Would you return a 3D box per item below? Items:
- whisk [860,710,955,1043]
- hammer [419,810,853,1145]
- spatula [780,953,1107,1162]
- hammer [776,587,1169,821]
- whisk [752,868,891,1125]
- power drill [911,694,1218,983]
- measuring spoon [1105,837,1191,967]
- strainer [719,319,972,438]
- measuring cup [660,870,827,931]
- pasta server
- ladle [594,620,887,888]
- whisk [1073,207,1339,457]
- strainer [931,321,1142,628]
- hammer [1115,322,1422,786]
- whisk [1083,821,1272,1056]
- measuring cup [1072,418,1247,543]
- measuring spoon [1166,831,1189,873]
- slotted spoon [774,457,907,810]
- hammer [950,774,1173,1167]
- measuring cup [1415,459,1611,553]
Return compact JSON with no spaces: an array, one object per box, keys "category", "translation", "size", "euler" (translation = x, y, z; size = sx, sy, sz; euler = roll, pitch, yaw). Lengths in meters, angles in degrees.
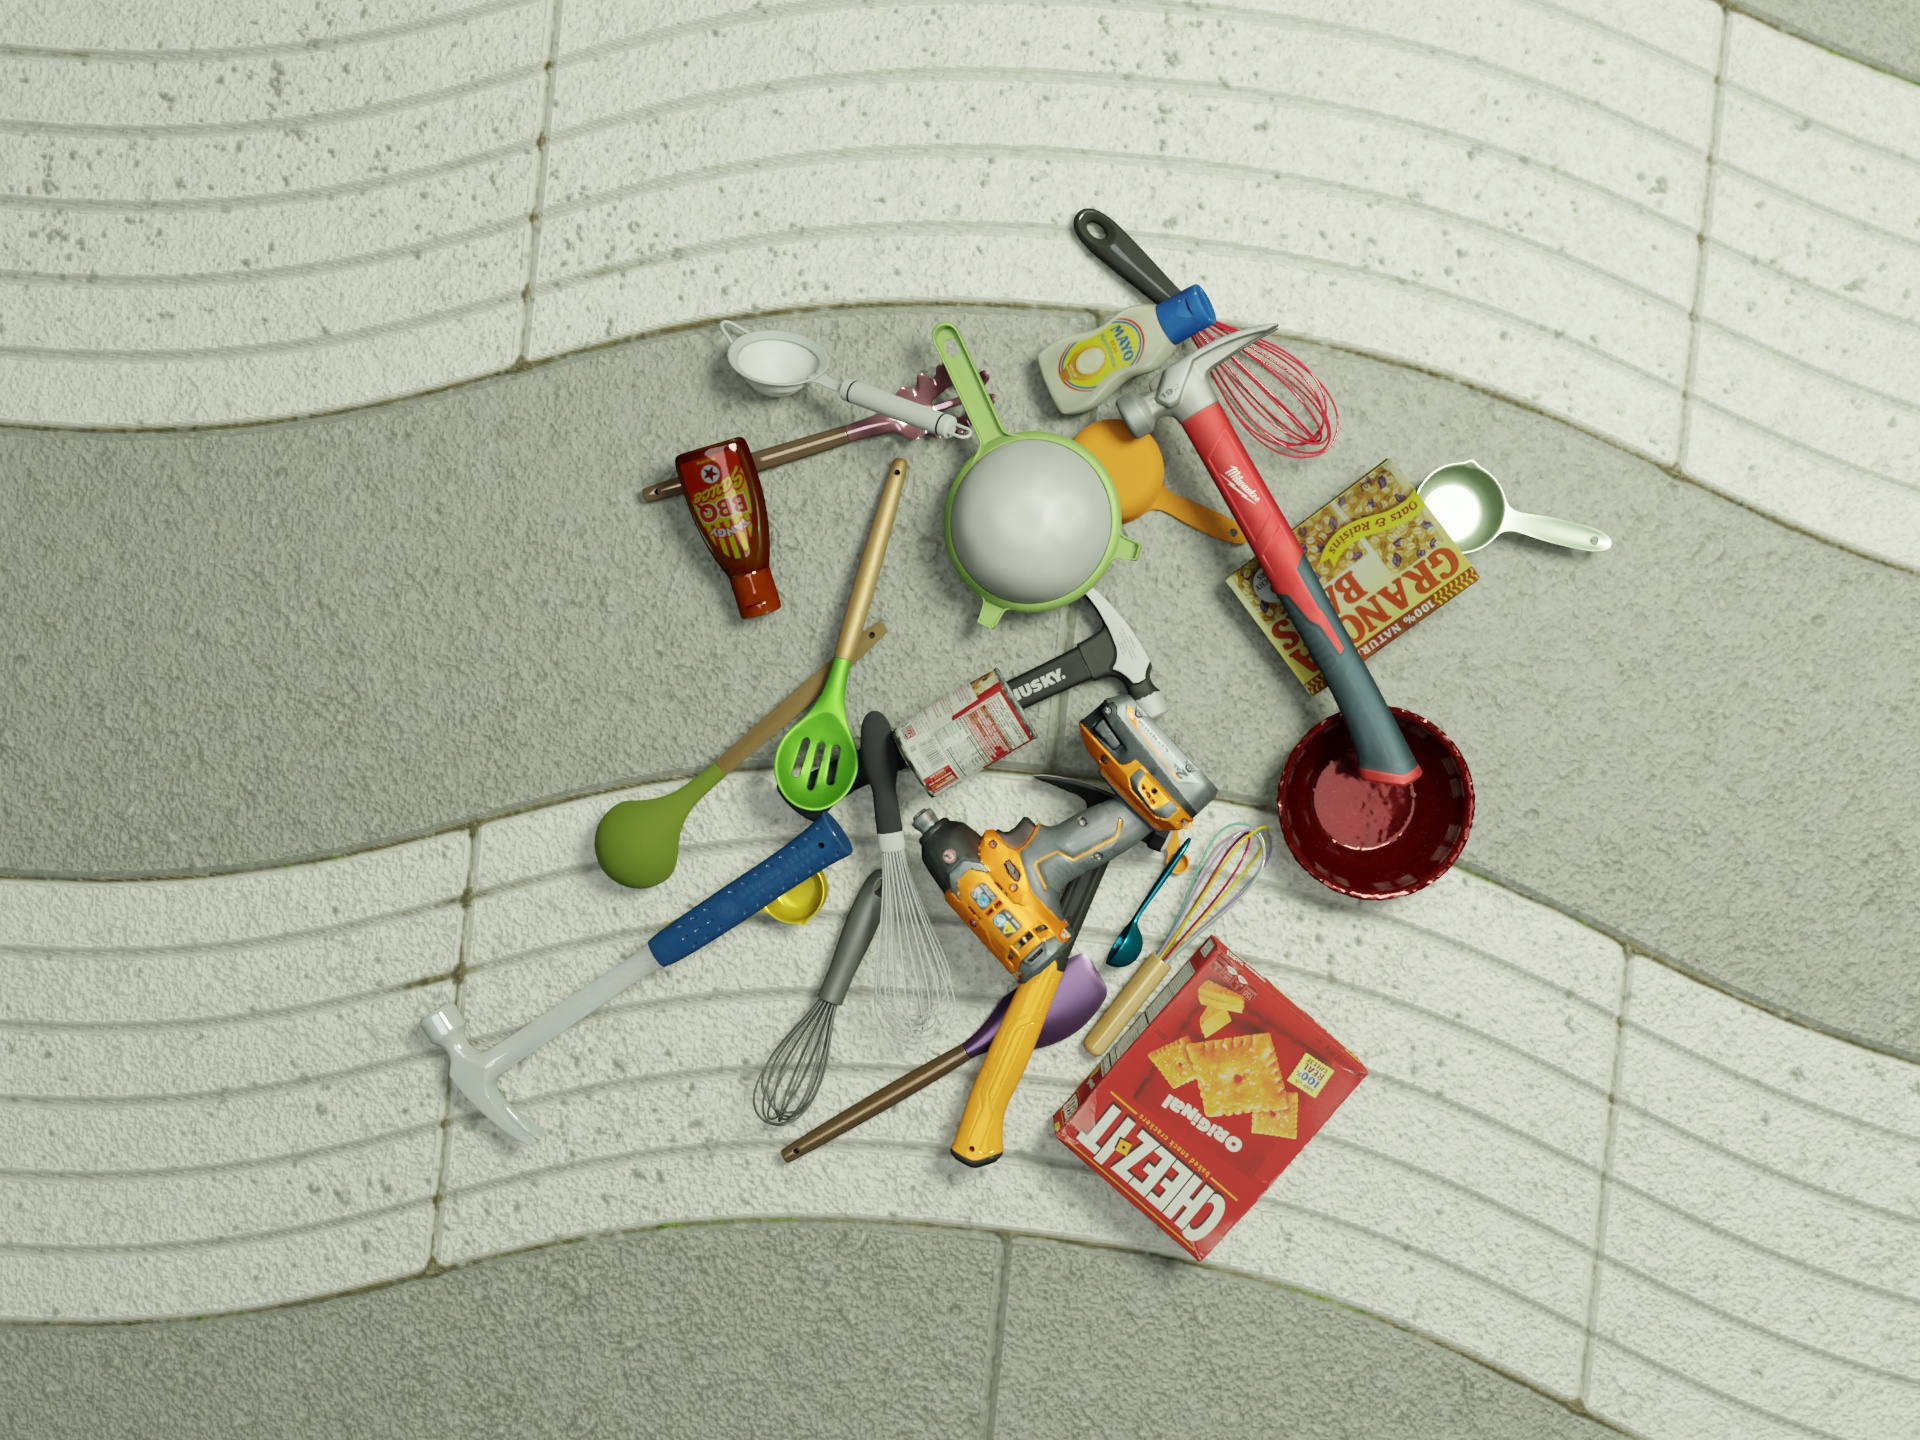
[{"category":"whisk","translation":[-0.055,0.133,1.334],"size":[0.070,0.070,0.284],"euler":[-8,94,3]},{"category":"hammer","translation":[-0.264,0.210,1.356],"size":[0.405,0.035,0.144],"euler":[-34,89,8]},{"category":"spatula","translation":[-0.016,0.300,1.370],"size":[0.316,0.018,0.060],"euler":[-30,88,2]},{"category":"hammer","translation":[-0.002,-0.004,1.360],"size":[0.335,0.035,0.146],"euler":[-25,90,3]},{"category":"whisk","translation":[-0.115,0.237,1.363],"size":[0.055,0.055,0.239],"euler":[23,87,2]},{"category":"power drill","translation":[0.078,0.081,1.296],"size":[0.226,0.084,0.164],"euler":[-43,83,5]},{"category":"measuring spoon","translation":[0.166,0.157,1.347],"size":[0.021,0.042,0.128],"euler":[33,92,0]},{"category":"strainer","translation":[-0.100,-0.275,1.328],"size":[0.258,0.087,0.050],"euler":[25,135,25]},{"category":"measuring cup","translation":[-0.187,0.161,1.378],"size":[0.156,0.029,0.062],"euler":[-20,89,11]},{"category":"pasta server","translation":[-0.124,-0.239,1.364],"size":[0.316,0.040,0.060],"euler":[-16,94,4]},{"category":"ladle","translation":[-0.186,0.025,1.372],"size":[0.320,0.062,0.078],"euler":[-42,87,-5]},{"category":"whisk","translation":[0.203,-0.330,1.340],"size":[0.073,0.073,0.296],"euler":[-45,82,2]},{"category":"strainer","translation":[0.032,-0.211,1.299],"size":[0.151,0.069,0.256],"euler":[-25,90,13]},{"category":"hammer","translation":[0.280,-0.126,1.283],"size":[0.143,0.038,0.386],"euler":[-29,89,12]},{"category":"whisk","translation":[0.182,0.185,1.349],"size":[0.051,0.047,0.245],"euler":[37,95,3]},{"category":"measuring cup","translation":[0.166,-0.192,1.341],"size":[0.173,0.052,0.095],"euler":[26,91,4]},{"category":"measuring spoon","translation":[0.173,0.075,1.366],"size":[0.021,0.011,0.117],"euler":[-17,86,12]},{"category":"slotted spoon","translation":[-0.091,-0.075,1.350],"size":[0.070,0.031,0.314],"euler":[16,82,-3]},{"category":"hammer","translation":[0.062,0.214,1.344],"size":[0.127,0.034,0.337],"euler":[22,88,7]},{"category":"measuring cup","translation":[0.459,-0.166,1.336],"size":[0.167,0.038,0.083],"euler":[14,91,1]}]
